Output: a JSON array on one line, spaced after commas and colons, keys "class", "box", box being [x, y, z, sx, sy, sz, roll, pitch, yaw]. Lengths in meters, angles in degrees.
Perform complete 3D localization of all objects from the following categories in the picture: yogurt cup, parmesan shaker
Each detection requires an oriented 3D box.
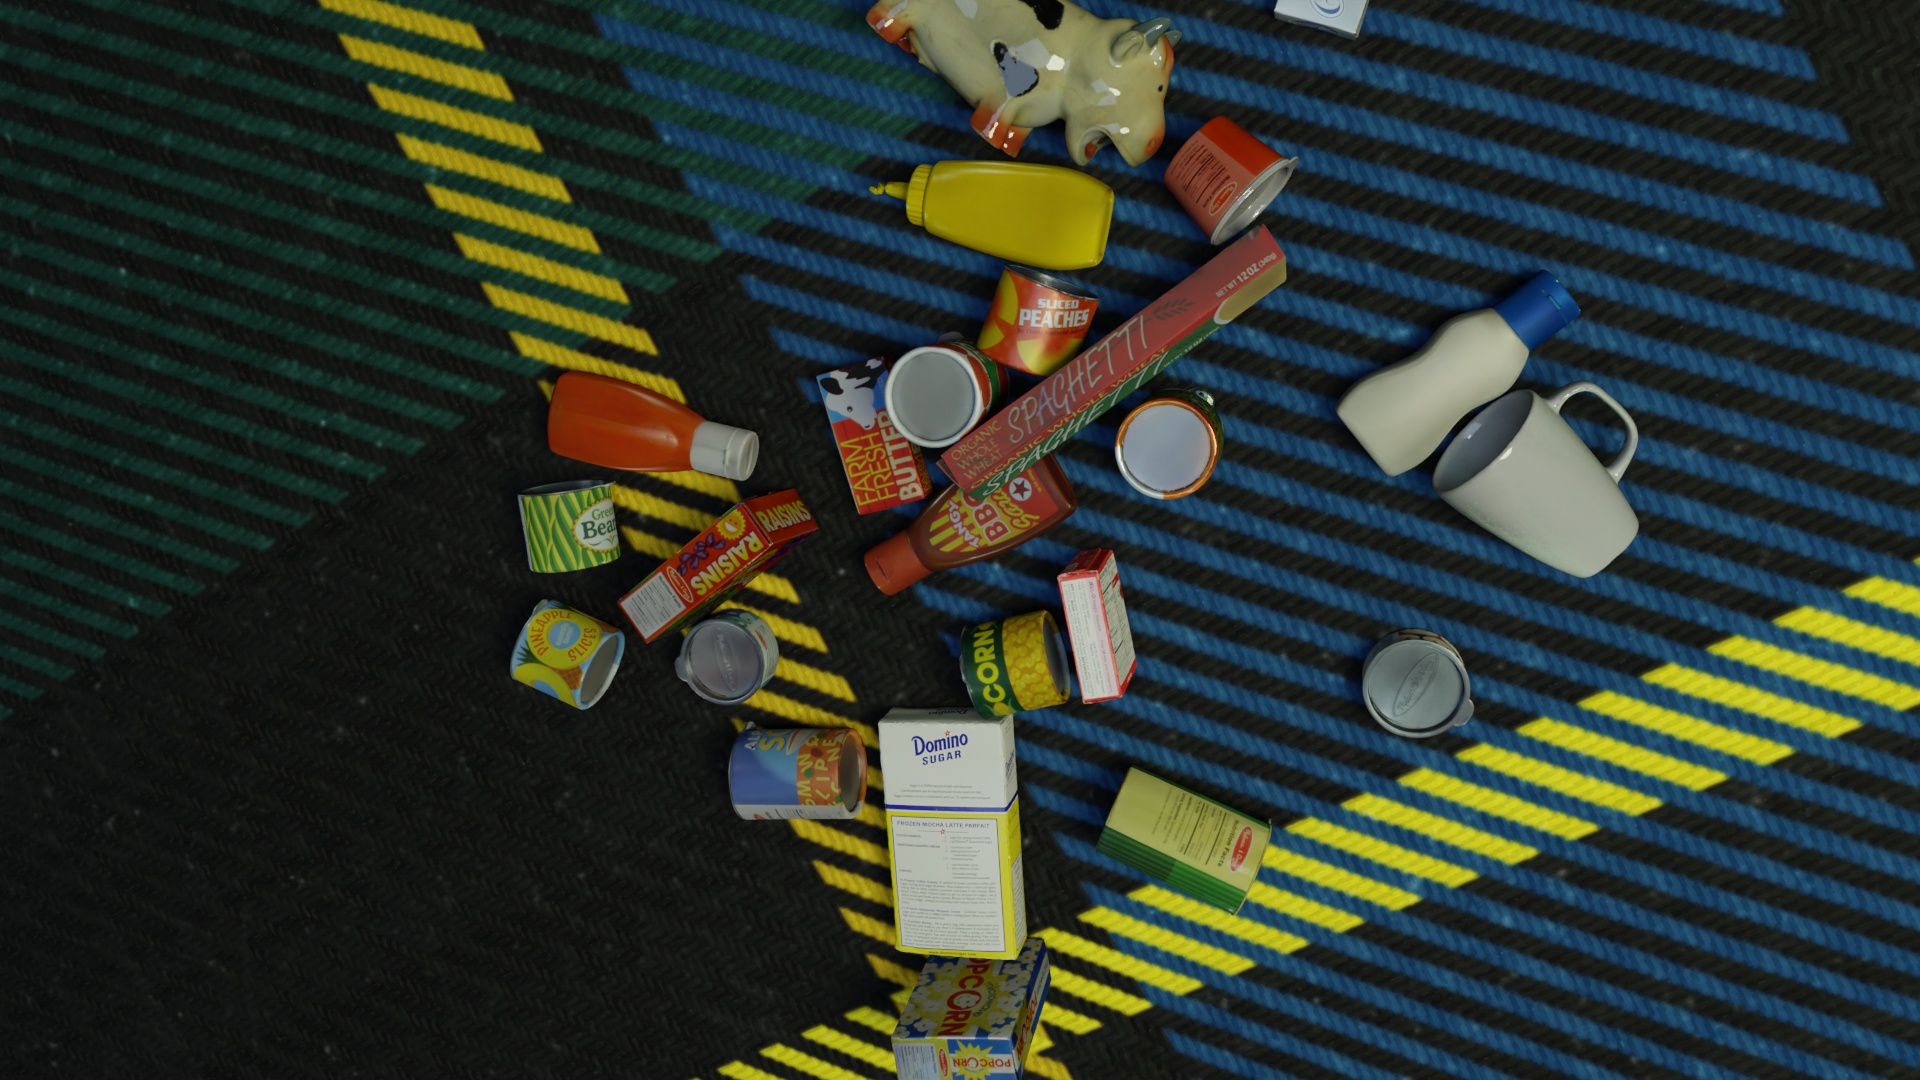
[{"class": "yogurt cup", "box": [0.163, -0.225, 0.862, 0.054, 0.072, 0.072, 46, 108, 10]}, {"class": "parmesan shaker", "box": [0.152, 0.201, 0.948, 0.103, 0.071, 0.071, 23, 106, 10]}]

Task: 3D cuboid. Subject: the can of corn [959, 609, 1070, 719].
[{"class": "can of corn", "box": [0.037, 0.084, 0.949, 0.058, 0.071, 0.071, -14, 97, 16]}]

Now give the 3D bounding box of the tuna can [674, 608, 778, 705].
[{"class": "tuna can", "box": [-0.172, 0.086, 1.022, 0.071, 0.033, 0.071, 3, 101, 14]}]

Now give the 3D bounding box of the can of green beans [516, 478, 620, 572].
[{"class": "can of green beans", "box": [-0.285, -0.011, 1.015, 0.071, 0.071, 0.057, -4, 101, 15]}]

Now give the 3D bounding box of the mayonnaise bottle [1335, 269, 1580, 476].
[{"class": "mayonnaise bottle", "box": [0.309, -0.106, 0.860, 0.148, 0.041, 0.065, -39, 91, 17]}]

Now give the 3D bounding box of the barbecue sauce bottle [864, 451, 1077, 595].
[{"class": "barbecue sauce bottle", "box": [0.003, -0.012, 0.953, 0.148, 0.044, 0.065, -30, 89, 18]}]

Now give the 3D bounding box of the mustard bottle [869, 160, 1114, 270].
[{"class": "mustard bottle", "box": [0.018, -0.219, 0.907, 0.160, 0.049, 0.065, 14, 103, 12]}]

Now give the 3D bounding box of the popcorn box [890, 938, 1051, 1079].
[{"class": "popcorn box", "box": [0.010, 0.328, 0.975, 0.085, 0.127, 0.038, -5, 104, 15]}]

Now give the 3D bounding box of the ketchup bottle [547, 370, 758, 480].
[{"class": "ketchup bottle", "box": [-0.220, -0.077, 0.997, 0.149, 0.044, 0.064, 14, 105, 11]}]

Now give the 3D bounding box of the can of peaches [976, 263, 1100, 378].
[{"class": "can of peaches", "box": [0.050, -0.141, 0.902, 0.071, 0.071, 0.058, 23, 107, 9]}]

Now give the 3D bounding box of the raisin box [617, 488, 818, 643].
[{"class": "raisin box", "box": [-0.169, 0.016, 0.980, 0.123, 0.086, 0.040, -36, 86, 18]}]

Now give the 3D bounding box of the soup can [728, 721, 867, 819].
[{"class": "soup can", "box": [-0.117, 0.166, 1.008, 0.084, 0.071, 0.071, -3, 100, 14]}]

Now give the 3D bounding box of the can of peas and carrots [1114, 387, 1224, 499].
[{"class": "can of peas and carrots", "box": [0.138, -0.065, 0.901, 0.071, 0.059, 0.070, 3, 102, 13]}]

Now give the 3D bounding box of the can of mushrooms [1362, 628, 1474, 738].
[{"class": "can of mushrooms", "box": [0.298, 0.094, 0.905, 0.071, 0.033, 0.071, 3, 101, 14]}]

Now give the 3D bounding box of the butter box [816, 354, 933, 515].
[{"class": "butter box", "box": [-0.059, -0.073, 0.967, 0.053, 0.024, 0.103, -15, 96, 17]}]

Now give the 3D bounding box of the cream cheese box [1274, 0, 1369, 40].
[{"class": "cream cheese box", "box": [0.231, -0.362, 0.838, 0.053, 0.024, 0.103, 19, 105, 11]}]

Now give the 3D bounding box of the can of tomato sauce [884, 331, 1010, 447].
[{"class": "can of tomato sauce", "box": [-0.008, -0.101, 0.918, 0.071, 0.083, 0.071, 3, 102, 14]}]

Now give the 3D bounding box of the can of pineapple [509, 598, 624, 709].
[{"class": "can of pineapple", "box": [-0.292, 0.084, 1.034, 0.058, 0.071, 0.070, 23, 106, 8]}]

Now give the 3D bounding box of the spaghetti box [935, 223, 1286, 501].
[{"class": "spaghetti box", "box": [0.097, -0.109, 0.882, 0.250, 0.050, 0.029, -36, 76, 7]}]
